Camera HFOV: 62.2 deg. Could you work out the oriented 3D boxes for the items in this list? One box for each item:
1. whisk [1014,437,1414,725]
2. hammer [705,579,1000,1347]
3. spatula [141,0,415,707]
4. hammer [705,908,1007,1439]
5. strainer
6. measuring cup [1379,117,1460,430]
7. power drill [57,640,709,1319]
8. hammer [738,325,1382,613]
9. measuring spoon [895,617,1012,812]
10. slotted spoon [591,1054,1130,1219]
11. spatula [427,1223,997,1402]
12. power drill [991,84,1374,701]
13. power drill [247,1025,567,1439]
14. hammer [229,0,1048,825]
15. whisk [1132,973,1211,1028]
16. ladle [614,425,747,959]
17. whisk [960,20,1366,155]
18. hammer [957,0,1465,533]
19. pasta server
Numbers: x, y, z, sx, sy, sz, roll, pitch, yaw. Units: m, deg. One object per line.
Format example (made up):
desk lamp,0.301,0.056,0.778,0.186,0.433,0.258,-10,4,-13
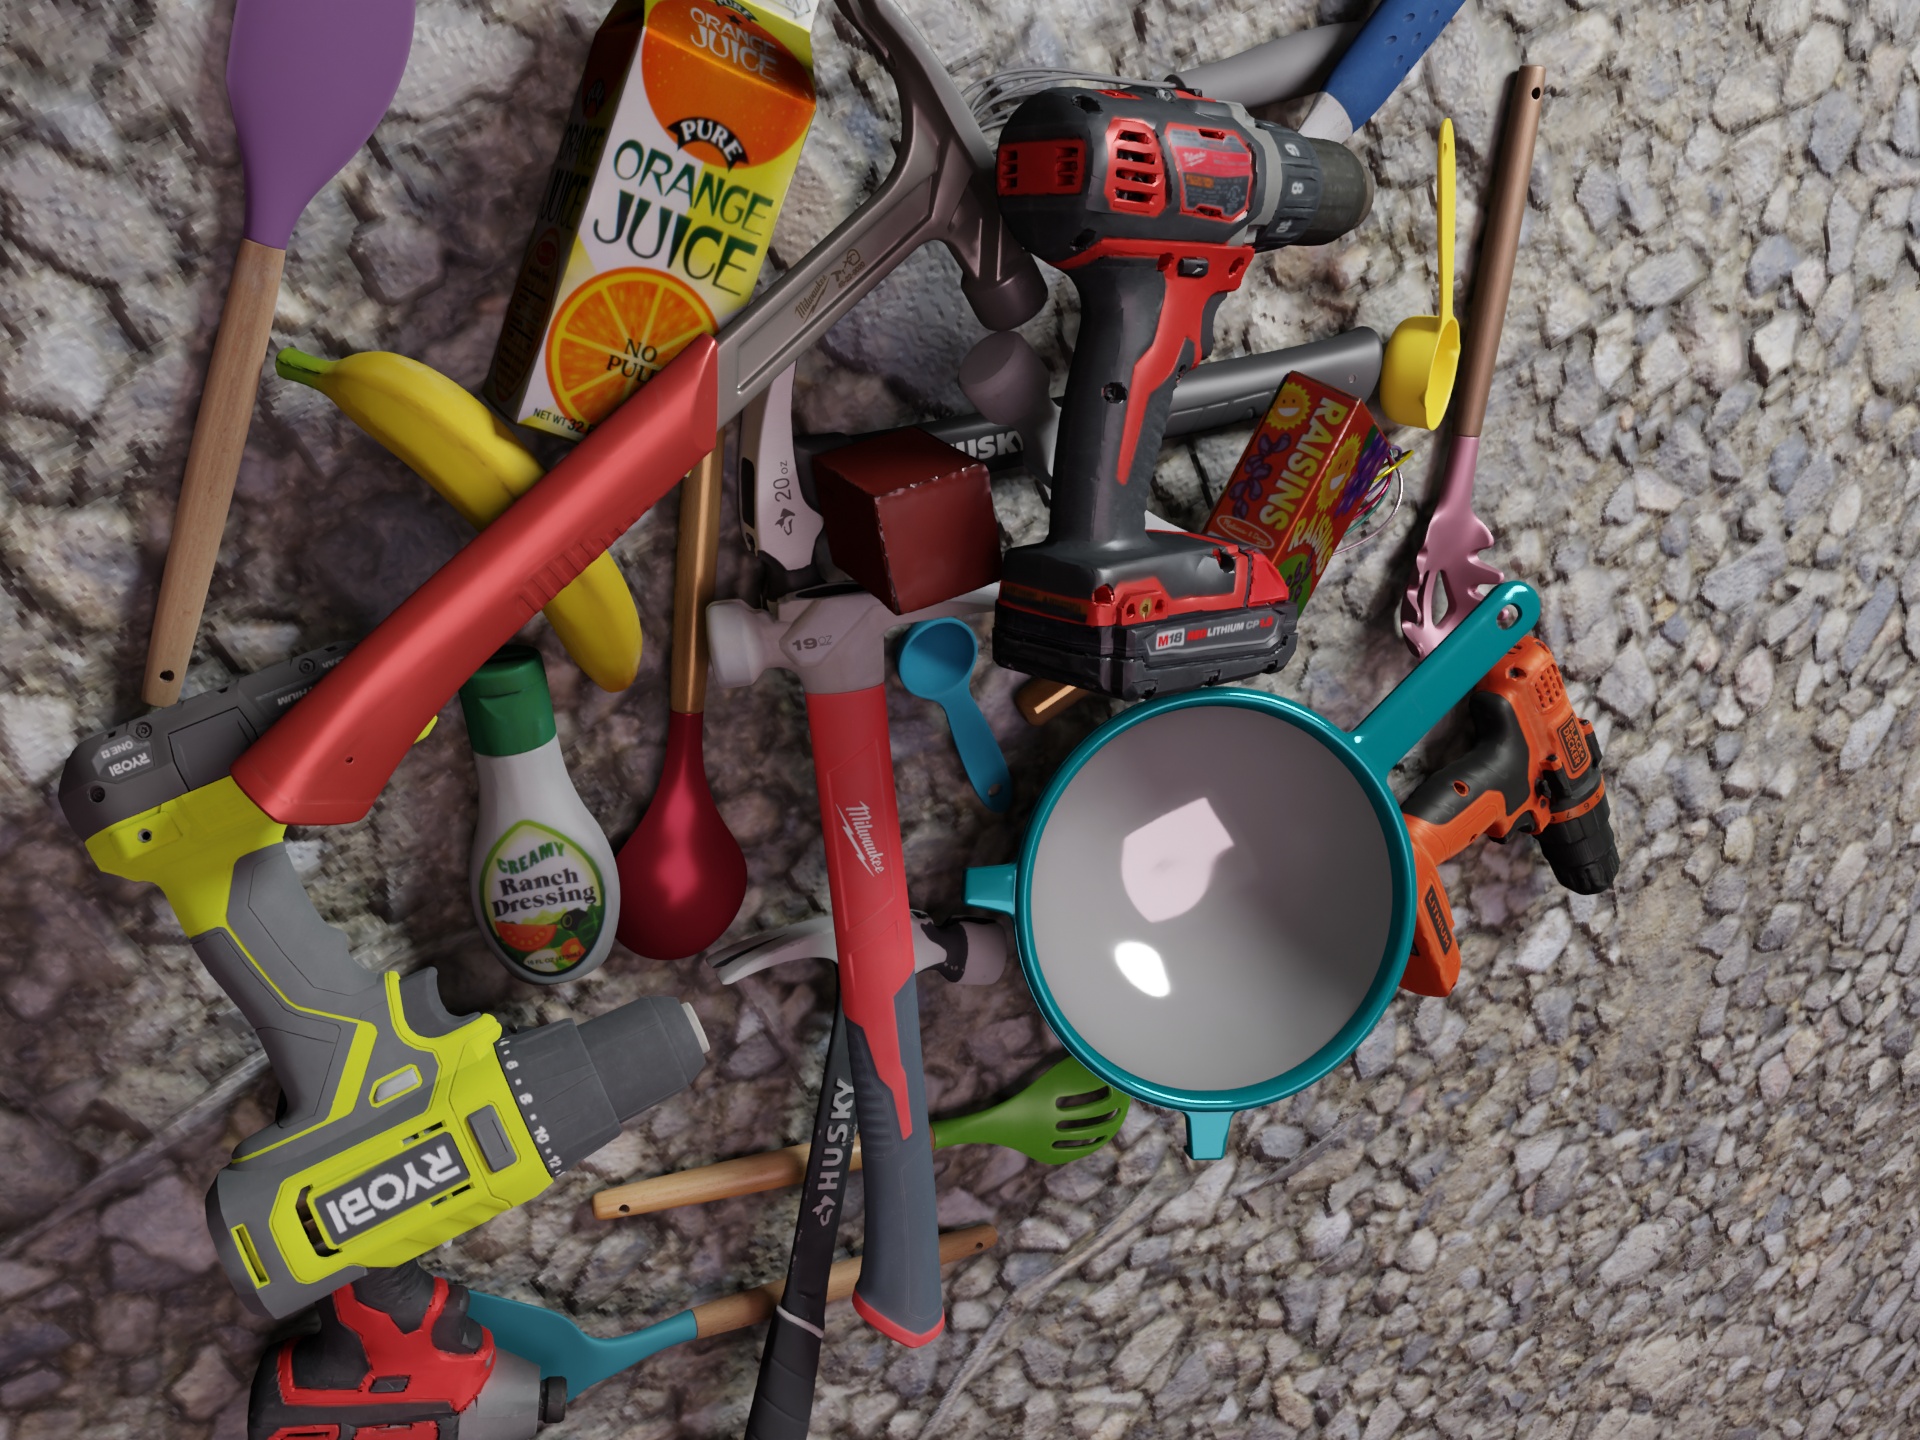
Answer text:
whisk,0.131,-0.073,0.809,0.245,0.047,0.051,-34,122,-6
hammer,-0.023,0.124,0.747,0.143,0.038,0.386,-7,109,-6
spatula,-0.264,-0.152,0.595,0.059,0.018,0.316,11,104,-35
hammer,-0.084,0.291,0.818,0.149,0.036,0.409,7,101,-25
strainer,0.166,0.046,0.836,0.340,0.095,0.211,-43,98,-10
measuring cup,0.226,-0.217,0.783,0.062,0.029,0.156,-50,142,-41
power drill,-0.223,0.090,0.623,0.190,0.080,0.228,-25,93,-17
hammer,0.056,-0.145,0.747,0.334,0.035,0.146,-15,117,-20
measuring spoon,-0.001,-0.003,0.790,0.042,0.021,0.128,-32,130,-11
slotted spoon,-0.040,0.231,0.856,0.313,0.031,0.070,-5,109,-23
spatula,-0.123,0.307,0.849,0.317,0.044,0.082,-6,111,-29
power drill,0.094,-0.133,0.643,0.188,0.080,0.226,-12,109,-40
power drill,-0.244,0.251,0.726,0.143,0.079,0.219,6,111,-15
hammer,-0.124,-0.103,0.580,0.359,0.037,0.149,-45,129,-9
whisk,0.174,0.128,0.910,0.246,0.058,0.059,-30,161,-18
ladle,-0.120,-0.030,0.712,0.069,0.031,0.315,-1,109,-24
whisk,0.096,-0.280,0.709,0.239,0.055,0.055,-23,119,-21
hammer,0.163,-0.259,0.714,0.405,0.035,0.143,-53,130,-6
pasta server,0.277,-0.177,0.841,0.060,0.040,0.316,-2,110,-21
